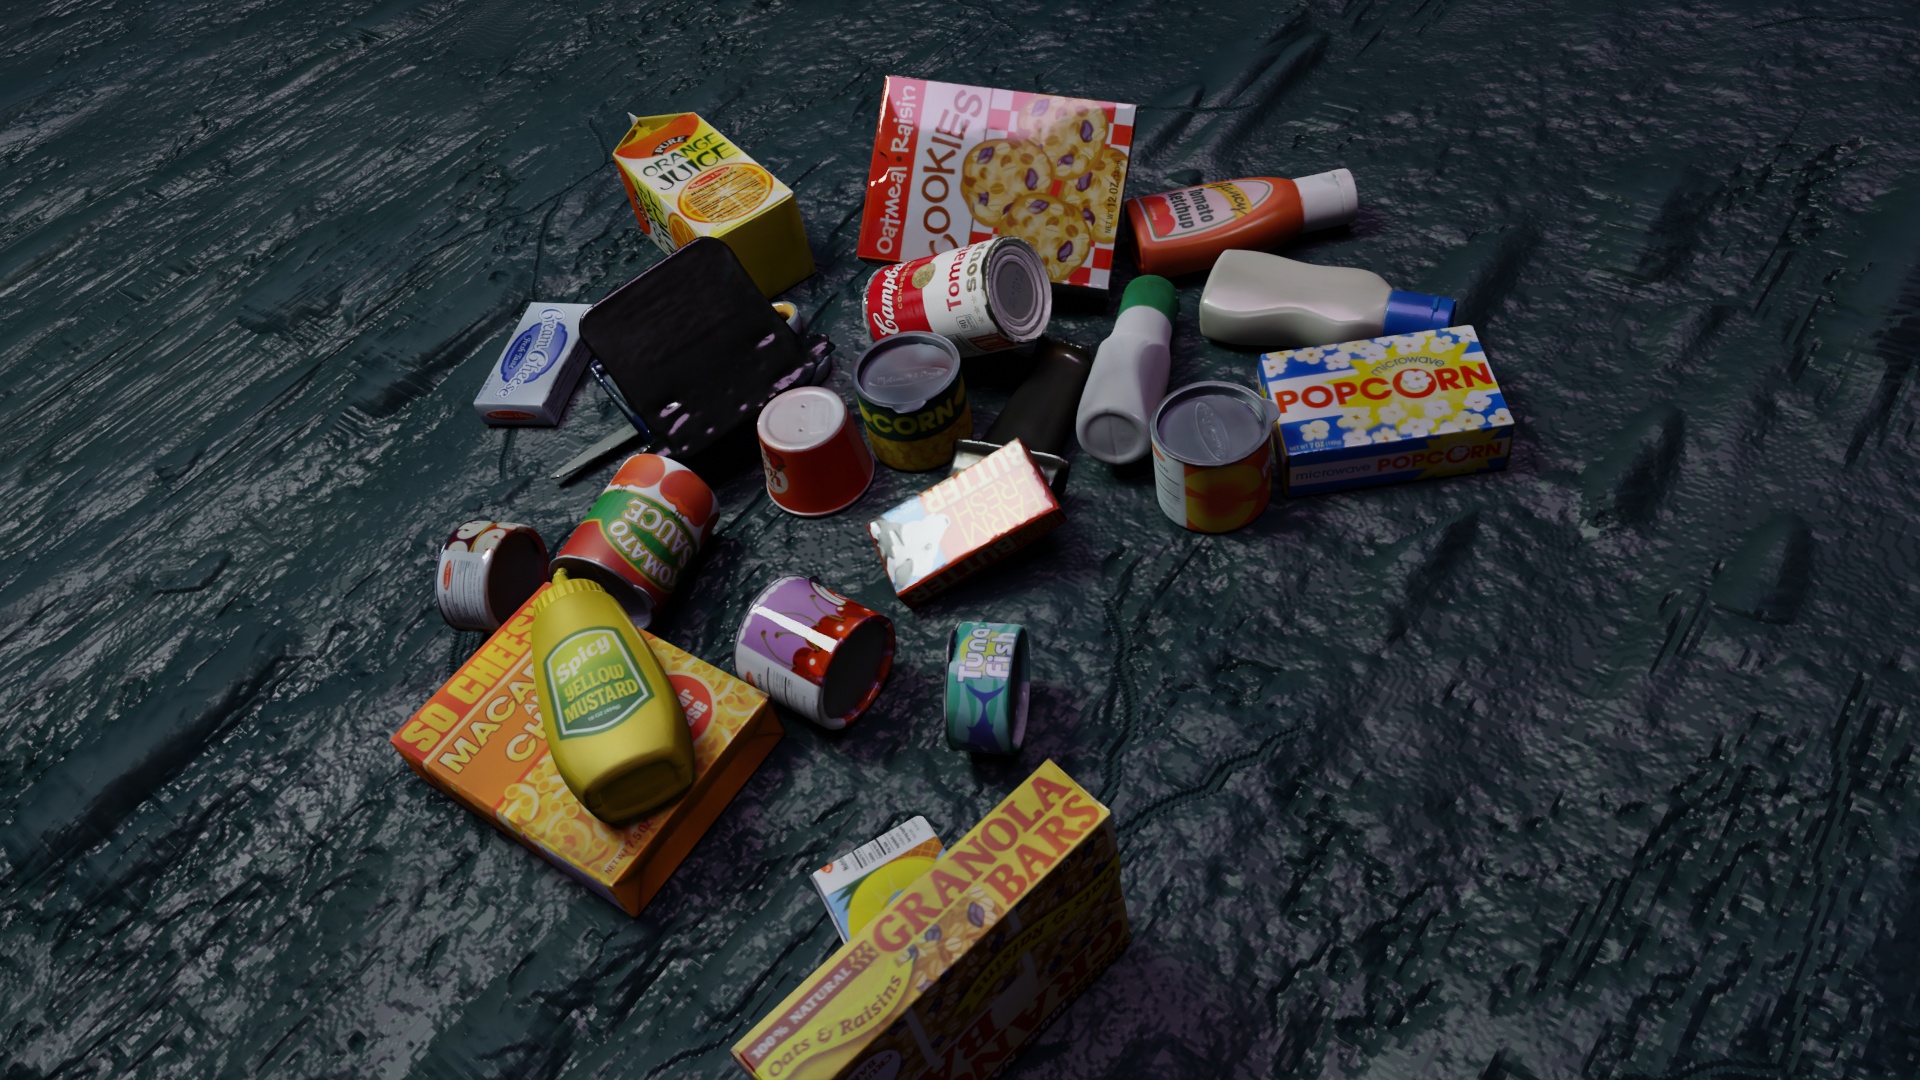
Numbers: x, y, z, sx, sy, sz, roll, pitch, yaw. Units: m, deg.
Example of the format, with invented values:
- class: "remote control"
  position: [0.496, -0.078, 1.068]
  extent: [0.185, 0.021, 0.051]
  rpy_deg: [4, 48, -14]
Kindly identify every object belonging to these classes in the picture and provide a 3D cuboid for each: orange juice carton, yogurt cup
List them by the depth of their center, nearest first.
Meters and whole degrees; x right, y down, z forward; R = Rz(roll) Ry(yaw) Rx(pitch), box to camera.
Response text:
- class: "yogurt cup"
  position: [-0.090, -0.056, 0.841]
  extent: [0.072, 0.053, 0.073]
  rpy_deg: [-5, 49, 6]
- class: "orange juice carton"
  position: [-0.191, -0.249, 1.019]
  extent: [0.073, 0.071, 0.193]
  rpy_deg: [-33, 51, -17]

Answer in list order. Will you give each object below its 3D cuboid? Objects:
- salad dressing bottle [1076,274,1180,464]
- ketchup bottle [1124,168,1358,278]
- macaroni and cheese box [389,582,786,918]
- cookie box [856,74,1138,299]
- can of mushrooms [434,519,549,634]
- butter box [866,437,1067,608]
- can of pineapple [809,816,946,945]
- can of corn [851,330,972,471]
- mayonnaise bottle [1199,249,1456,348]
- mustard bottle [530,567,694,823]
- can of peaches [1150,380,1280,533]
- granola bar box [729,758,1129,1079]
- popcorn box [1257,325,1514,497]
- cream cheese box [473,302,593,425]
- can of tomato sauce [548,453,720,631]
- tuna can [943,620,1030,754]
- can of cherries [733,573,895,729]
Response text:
- class: "salad dressing bottle"
  position: [0.106, -0.108, 0.845]
  extent: [0.044, 0.064, 0.148]
  rpy_deg: [-1, 41, 20]
- class: "ketchup bottle"
  position: [0.188, -0.215, 0.930]
  extent: [0.149, 0.043, 0.065]
  rpy_deg: [-12, 49, 1]
- class: "macaroni and cheese box"
  position: [-0.196, 0.105, 0.733]
  extent: [0.166, 0.040, 0.124]
  rpy_deg: [22, 57, 27]
- class: "cookie box"
  position: [0.025, -0.234, 0.919]
  extent: [0.167, 0.040, 0.123]
  rpy_deg: [9, 90, 6]
- class: "can of mushrooms"
  position: [-0.269, 0.021, 0.805]
  extent: [0.033, 0.070, 0.071]
  rpy_deg: [5, 51, 16]
- class: "butter box"
  position: [0.003, -0.010, 0.778]
  extent: [0.103, 0.024, 0.053]
  rpy_deg: [-29, 60, 7]
- class: "can of pineapple"
  position: [-0.027, 0.168, 0.626]
  extent: [0.058, 0.070, 0.071]
  rpy_deg: [-27, 50, -12]
- class: "can of corn"
  position: [-0.028, -0.083, 0.849]
  extent: [0.071, 0.058, 0.071]
  rpy_deg: [-6, 49, 7]
- class: "mayonnaise bottle"
  position: [0.227, -0.143, 0.860]
  extent: [0.148, 0.041, 0.065]
  rpy_deg: [14, 55, 21]
- class: "mustard bottle"
  position: [-0.186, 0.066, 0.703]
  extent: [0.065, 0.048, 0.161]
  rpy_deg: [-25, 50, -12]
- class: "can of peaches"
  position: [0.144, -0.047, 0.782]
  extent: [0.071, 0.057, 0.071]
  rpy_deg: [-6, 48, 7]
- class: "granola bar box"
  position: [-0.002, 0.184, 0.567]
  extent: [0.166, 0.123, 0.039]
  rpy_deg: [-39, 53, -21]
- class: "popcorn box"
  position: [0.241, -0.075, 0.799]
  extent: [0.127, 0.038, 0.085]
  rpy_deg: [-7, 48, 5]
- class: "cream cheese box"
  position: [-0.289, -0.122, 0.961]
  extent: [0.053, 0.024, 0.104]
  rpy_deg: [3, 50, 13]
- class: "can of tomato sauce"
  position: [-0.185, 0.001, 0.802]
  extent: [0.071, 0.070, 0.083]
  rpy_deg: [11, 52, 21]
- class: "tuna can"
  position: [0.014, 0.072, 0.696]
  extent: [0.033, 0.070, 0.071]
  rpy_deg: [2, 50, 12]
- class: "can of cherries"
  position: [-0.075, 0.056, 0.731]
  extent: [0.058, 0.071, 0.072]
  rpy_deg: [23, 58, 28]
